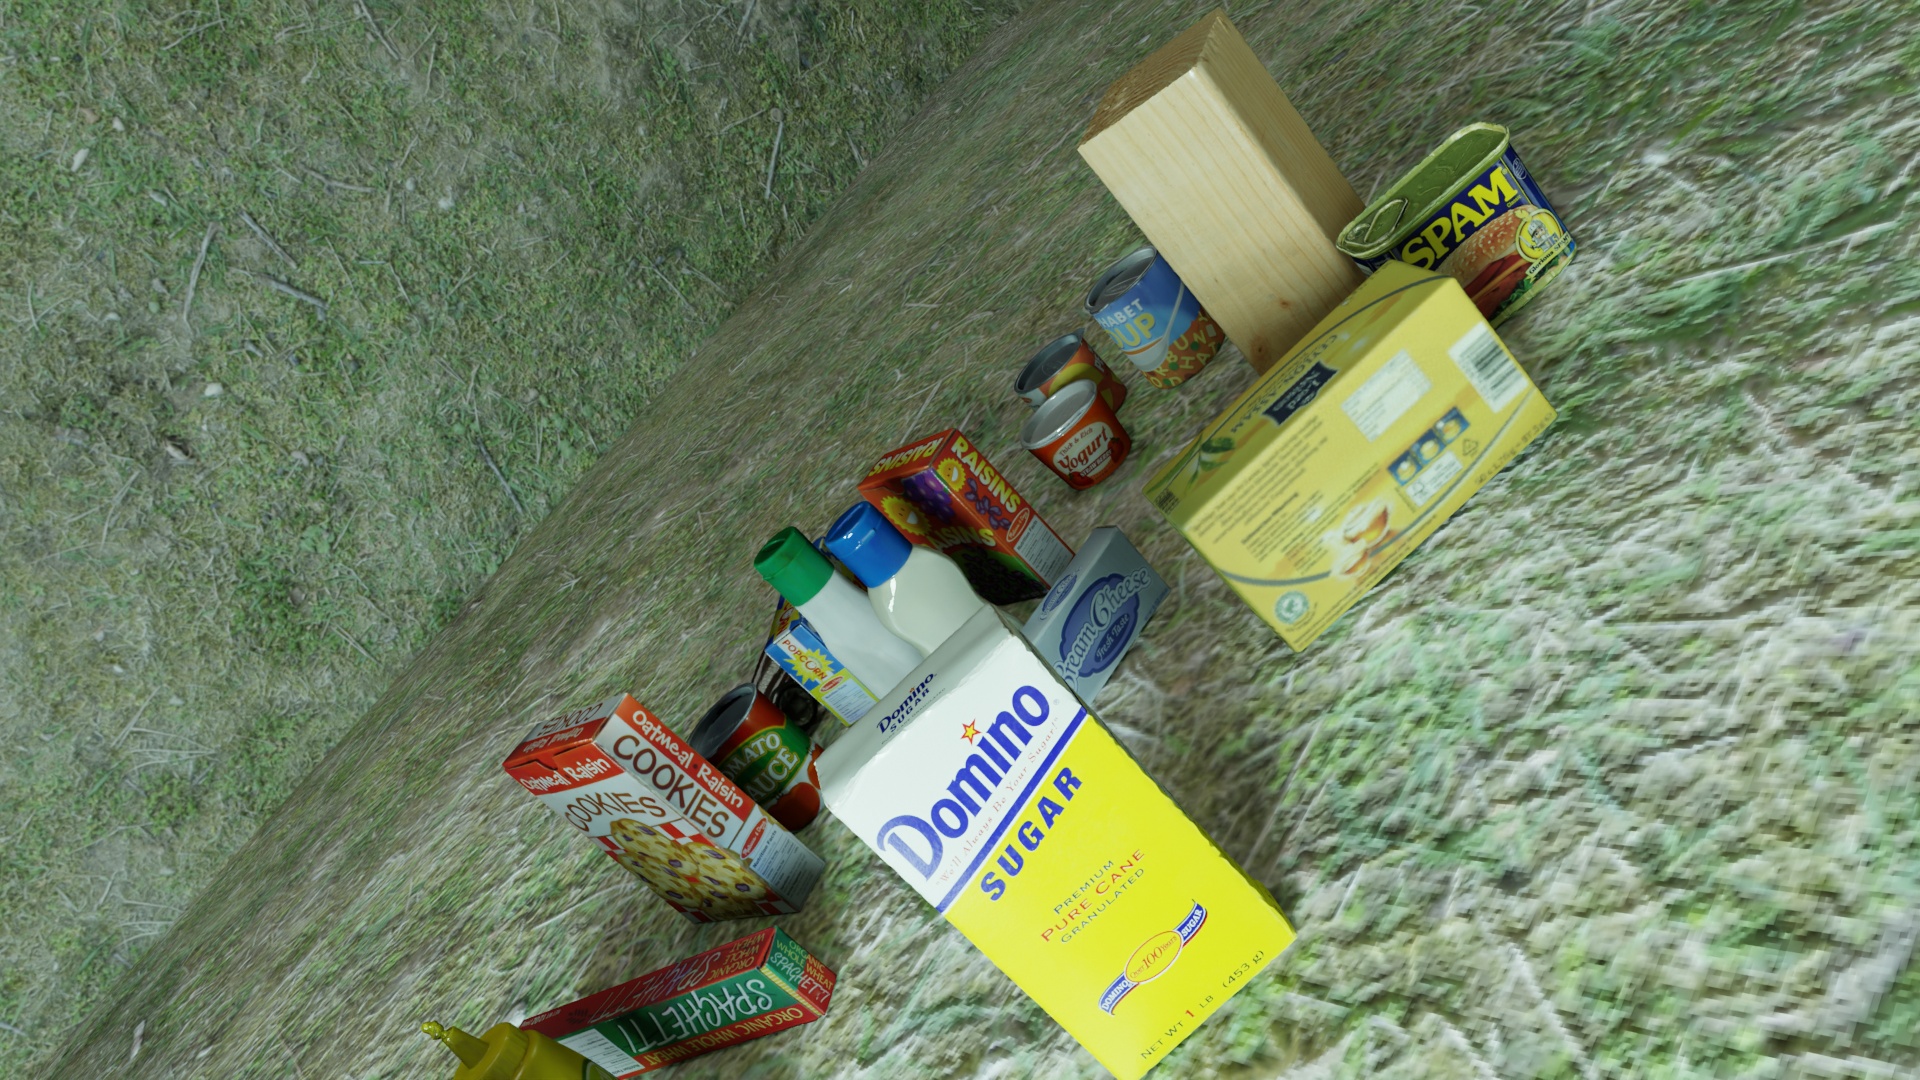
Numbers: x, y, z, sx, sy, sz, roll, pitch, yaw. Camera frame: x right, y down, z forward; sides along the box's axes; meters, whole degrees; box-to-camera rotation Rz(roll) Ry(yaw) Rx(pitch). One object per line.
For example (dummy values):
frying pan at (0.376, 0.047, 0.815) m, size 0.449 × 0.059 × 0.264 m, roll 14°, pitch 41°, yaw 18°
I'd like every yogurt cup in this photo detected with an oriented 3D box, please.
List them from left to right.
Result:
yogurt cup at (0.084, -0.073, 0.985) m, size 0.072 × 0.054 × 0.073 m, roll -37°, pitch 21°, yaw 17°

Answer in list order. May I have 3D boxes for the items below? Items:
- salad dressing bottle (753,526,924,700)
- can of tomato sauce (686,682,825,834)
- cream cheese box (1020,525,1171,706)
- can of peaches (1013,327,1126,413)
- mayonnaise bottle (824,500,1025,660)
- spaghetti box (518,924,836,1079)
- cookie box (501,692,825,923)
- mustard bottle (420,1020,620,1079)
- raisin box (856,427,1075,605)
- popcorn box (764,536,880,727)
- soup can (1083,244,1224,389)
salad dressing bottle at (-0.069, 0.053, 0.890) m, size 0.064 × 0.147 × 0.044 m, roll -14°, pitch 35°, yaw 53°
can of tomato sauce at (-0.130, 0.146, 0.914) m, size 0.071 × 0.083 × 0.071 m, roll -37°, pitch 21°, yaw 17°
cream cheese box at (0.071, 0.047, 0.778) m, size 0.104 × 0.053 × 0.024 m, roll -52°, pitch 22°, yaw -21°
can of peaches at (0.086, -0.118, 1.062) m, size 0.071 × 0.058 × 0.071 m, roll -37°, pitch 21°, yaw 17°
mayonnaise bottle at (-0.017, 0.039, 0.821) m, size 0.065 × 0.148 × 0.041 m, roll -48°, pitch 21°, yaw -11°
spaghetti box at (-0.171, 0.273, 0.791) m, size 0.249 × 0.050 × 0.029 m, roll -29°, pitch 25°, yaw 34°
cookie box at (-0.183, 0.168, 0.848) m, size 0.122 × 0.167 × 0.040 m, roll -21°, pitch 30°, yaw 46°
mustard bottle at (-0.194, 0.277, 0.669) m, size 0.049 × 0.160 × 0.065 m, roll -45°, pitch 20°, yaw -1°
raisin box at (0.003, -0.011, 0.916) m, size 0.086 × 0.123 × 0.040 m, roll -14°, pitch 35°, yaw 53°
popcorn box at (-0.090, 0.063, 0.999) m, size 0.038 × 0.085 × 0.127 m, roll -36°, pitch 22°, yaw 20°
soup can at (0.139, -0.159, 1.006) m, size 0.071 × 0.083 × 0.072 m, roll -37°, pitch 21°, yaw 17°
